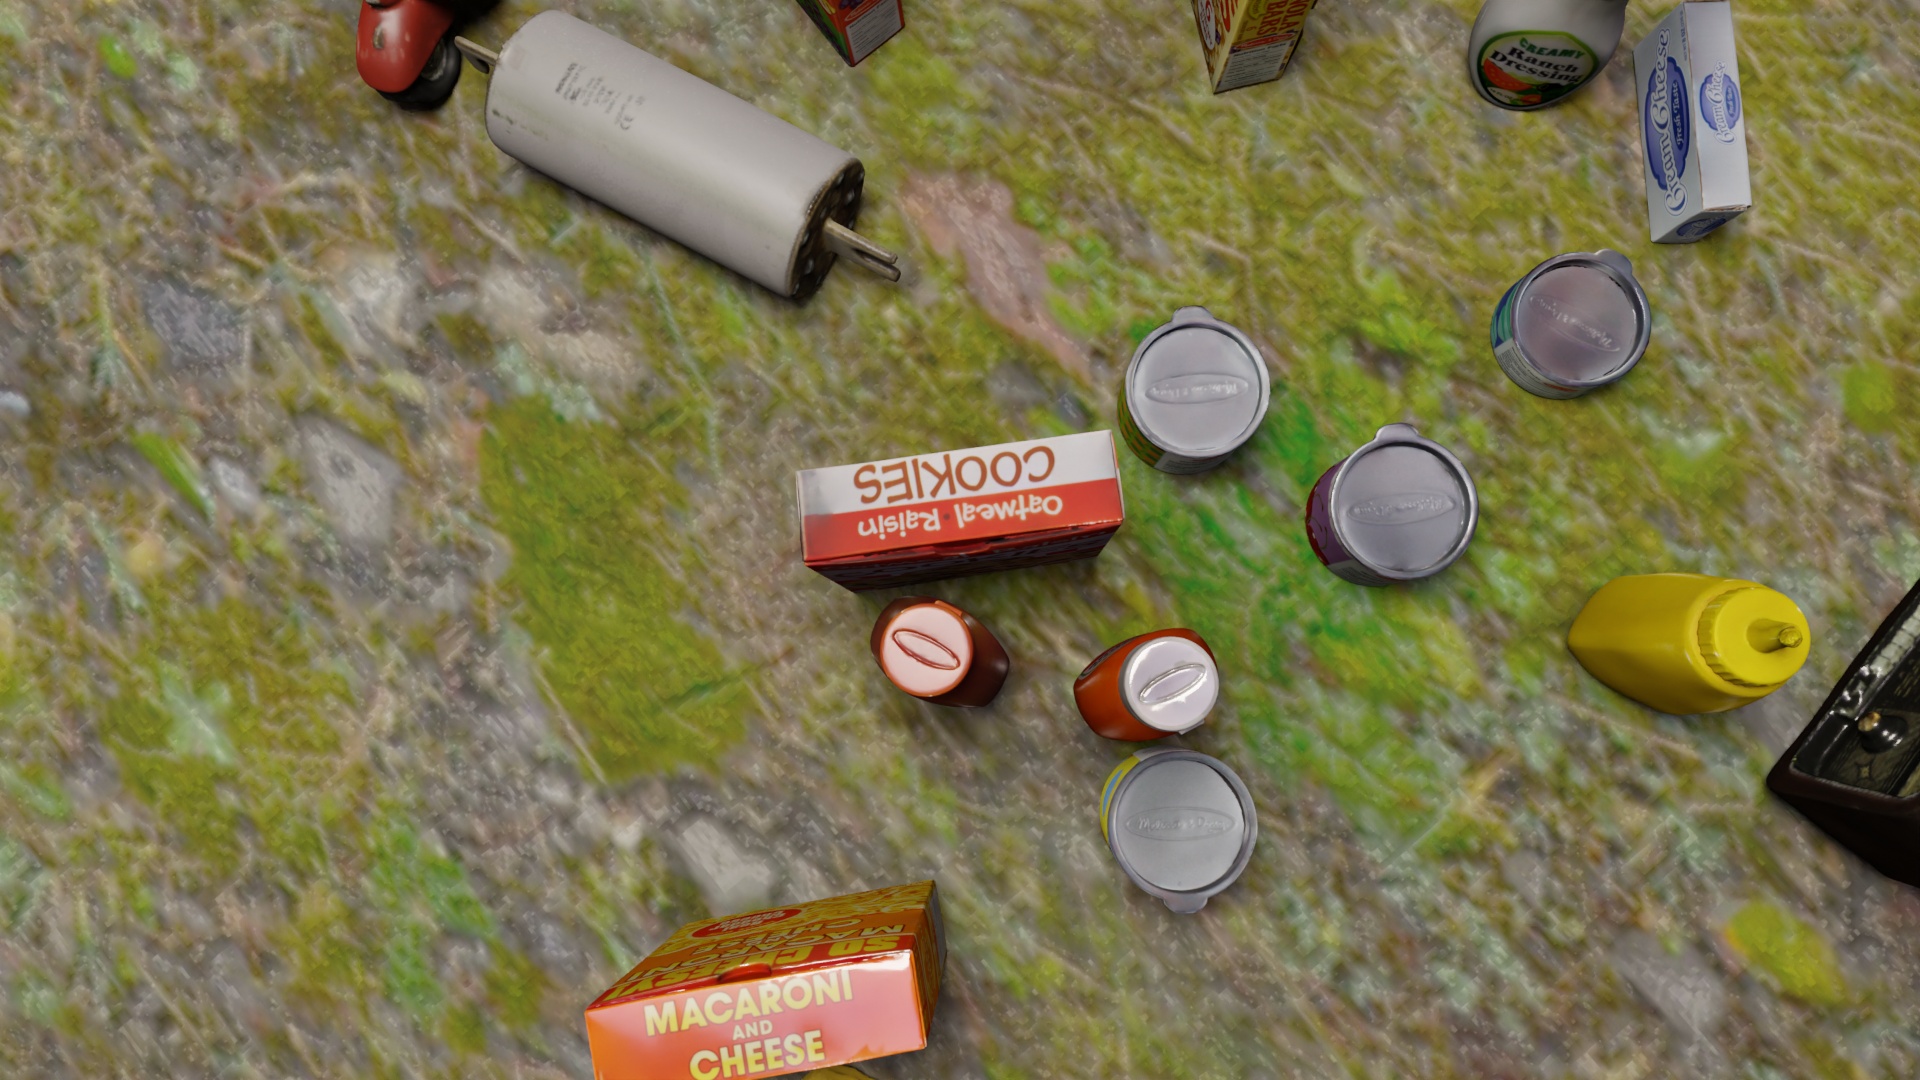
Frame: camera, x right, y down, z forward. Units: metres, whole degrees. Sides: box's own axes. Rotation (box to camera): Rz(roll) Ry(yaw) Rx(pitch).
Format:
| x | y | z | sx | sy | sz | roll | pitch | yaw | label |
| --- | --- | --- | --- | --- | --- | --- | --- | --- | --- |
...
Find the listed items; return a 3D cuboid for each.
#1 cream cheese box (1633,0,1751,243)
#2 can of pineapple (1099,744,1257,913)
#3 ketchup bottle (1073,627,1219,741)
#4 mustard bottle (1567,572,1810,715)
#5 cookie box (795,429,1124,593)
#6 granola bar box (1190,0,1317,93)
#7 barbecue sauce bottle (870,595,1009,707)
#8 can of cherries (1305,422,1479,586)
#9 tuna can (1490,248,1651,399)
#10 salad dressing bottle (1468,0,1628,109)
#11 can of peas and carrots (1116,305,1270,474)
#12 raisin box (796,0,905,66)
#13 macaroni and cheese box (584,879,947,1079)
| x | y | z | sx | sy | sz | roll | pitch | yaw | label |
| --- | --- | --- | --- | --- | --- | --- | --- | --- | --- |
| 0.352 | -0.201 | 0.671 | 0.024 | 0.053 | 0.104 | -3 | 84 | 2 | cream cheese box |
| 0.098 | 0.130 | 0.639 | 0.071 | 0.058 | 0.071 | 0 | 84 | 2 | can of pineapple |
| 0.084 | 0.062 | 0.602 | 0.065 | 0.148 | 0.043 | -27 | 84 | -1 | ketchup bottle |
| 0.316 | 0.043 | 0.591 | 0.065 | 0.160 | 0.049 | 36 | 87 | 5 | mustard bottle |
| 0.002 | -0.008 | 0.602 | 0.123 | 0.167 | 0.040 | -8 | 84 | 1 | cookie box |
| 0.128 | -0.316 | 0.654 | 0.039 | 0.124 | 0.165 | -12 | 84 | 1 | granola bar box |
| -0.010 | 0.049 | 0.606 | 0.065 | 0.148 | 0.043 | 27 | 86 | 4 | barbecue sauce bottle |
| 0.201 | -0.015 | 0.652 | 0.071 | 0.058 | 0.071 | 0 | 84 | 2 | can of cherries |
| 0.295 | -0.105 | 0.672 | 0.071 | 0.033 | 0.071 | 0 | 84 | 2 | tuna can |
| 0.278 | -0.245 | 0.631 | 0.064 | 0.147 | 0.044 | 18 | 85 | 4 | salad dressing bottle |
| 0.109 | -0.070 | 0.661 | 0.071 | 0.058 | 0.071 | 0 | 84 | 2 | can of peas and carrots |
| -0.071 | -0.292 | 0.658 | 0.040 | 0.123 | 0.086 | -37 | 84 | -2 | raisin box |
| -0.072 | 0.183 | 0.584 | 0.124 | 0.166 | 0.040 | -10 | 84 | 1 | macaroni and cheese box |
